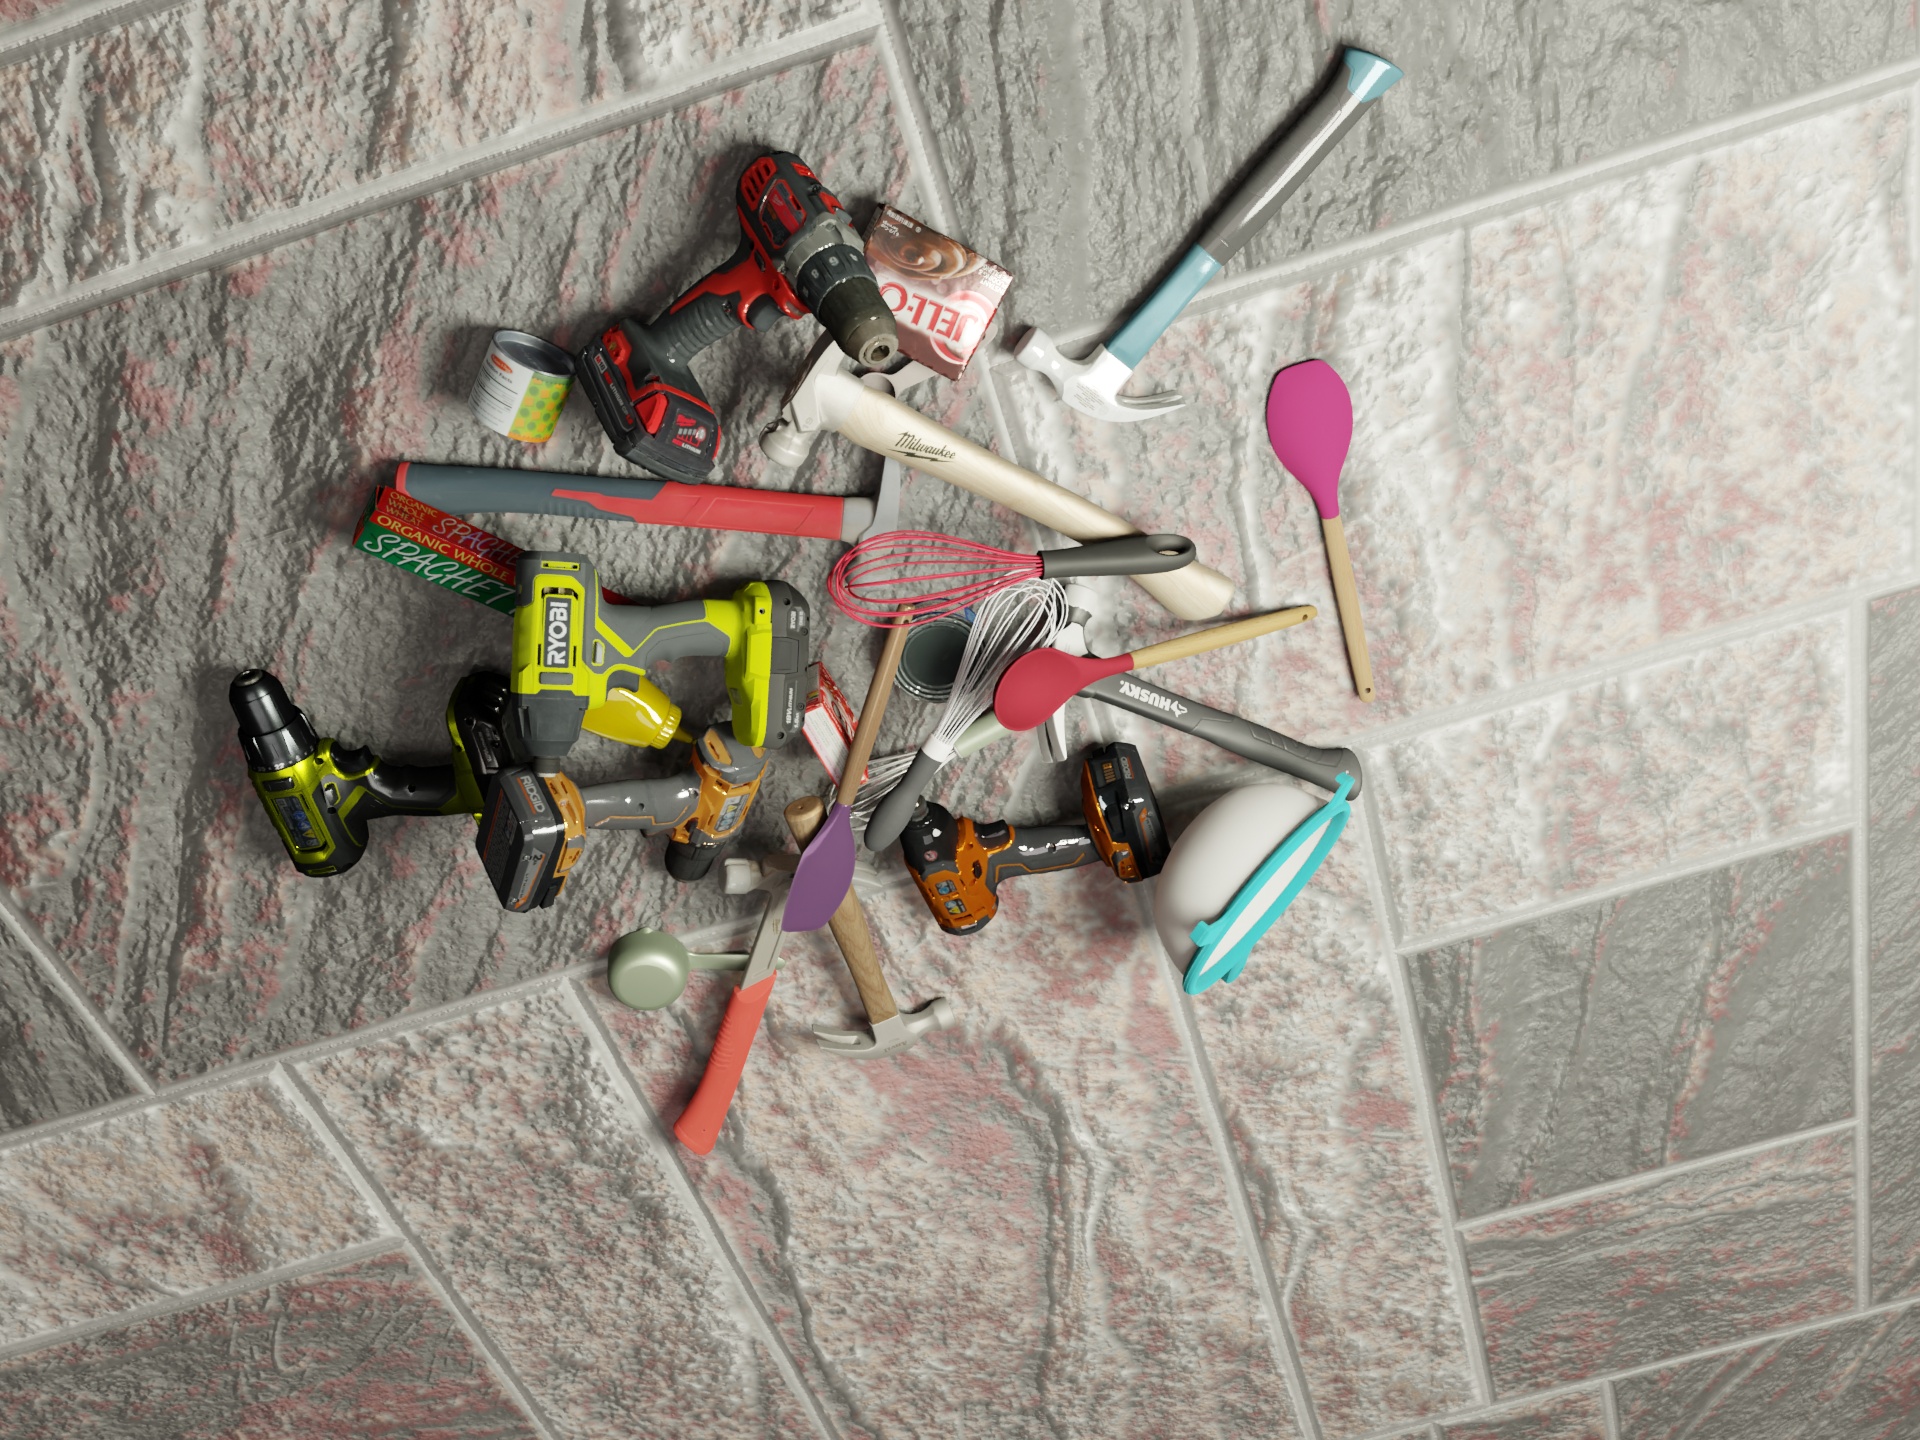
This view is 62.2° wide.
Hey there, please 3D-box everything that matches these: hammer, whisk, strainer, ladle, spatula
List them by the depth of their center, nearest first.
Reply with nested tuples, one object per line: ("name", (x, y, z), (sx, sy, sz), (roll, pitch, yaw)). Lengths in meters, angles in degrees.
("hammer", (0.193, -0.358, 1.180), (0.128, 0.033, 0.331), (35, 112, -21))
("whisk", (0.043, -0.119, 1.227), (0.295, 0.073, 0.073), (-7, 122, -13))
("hammer", (0.057, -0.183, 1.236), (0.410, 0.038, 0.146), (23, 123, -27))
("hammer", (-0.240, -0.185, 1.242), (0.386, 0.038, 0.143), (4, 119, -7))
("ladle", (0.161, -0.055, 1.302), (0.315, 0.031, 0.069), (-15, 123, -21))
("whisk", (-0.002, -0.005, 1.310), (0.070, 0.070, 0.284), (27, 108, -19))
("spatula", (-0.087, 0.045, 1.316), (0.059, 0.018, 0.315), (1, 119, -35))
("hammer", (0.211, 0.008, 1.368), (0.334, 0.035, 0.146), (20, 76, -23))
("whisk", (-0.010, 0.026, 1.388), (0.246, 0.058, 0.059), (-28, 153, 8))
("strainer", (0.233, 0.153, 1.415), (0.211, 0.095, 0.340), (-44, 160, -16))
("hammer", (-0.100, 0.196, 1.442), (0.130, 0.031, 0.331), (-22, 130, -7))
("hammer", (-0.194, 0.273, 1.502), (0.149, 0.037, 0.359), (6, 122, -27))

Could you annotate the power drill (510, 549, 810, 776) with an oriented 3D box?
("power drill", (-0.238, -0.040, 1.250), (0.223, 0.080, 0.171), (2, 92, -23))

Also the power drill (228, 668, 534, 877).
("power drill", (-0.481, 0.030, 1.328), (0.228, 0.080, 0.190), (-9, 122, 4))

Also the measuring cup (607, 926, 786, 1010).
("measuring cup", (-0.248, 0.237, 1.492), (0.167, 0.038, 0.083), (0, 121, -4))

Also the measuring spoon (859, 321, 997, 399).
("measuring spoon", (-0.027, -0.274, 1.224), (0.124, 0.018, 0.034), (-28, 113, 4))

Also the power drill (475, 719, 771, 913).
("power drill", (-0.281, 0.091, 1.328), (0.226, 0.084, 0.185), (-13, 147, -35))

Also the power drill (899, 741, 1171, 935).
("power drill", (0.060, 0.098, 1.400), (0.226, 0.084, 0.164), (-18, 134, 8))

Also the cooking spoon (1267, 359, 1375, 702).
("cooking spoon", (0.313, -0.148, 1.323), (0.069, 0.017, 0.318), (-17, 120, 6))

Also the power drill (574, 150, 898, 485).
("power drill", (-0.152, -0.267, 1.123), (0.226, 0.188, 0.080), (-40, 152, 20))
